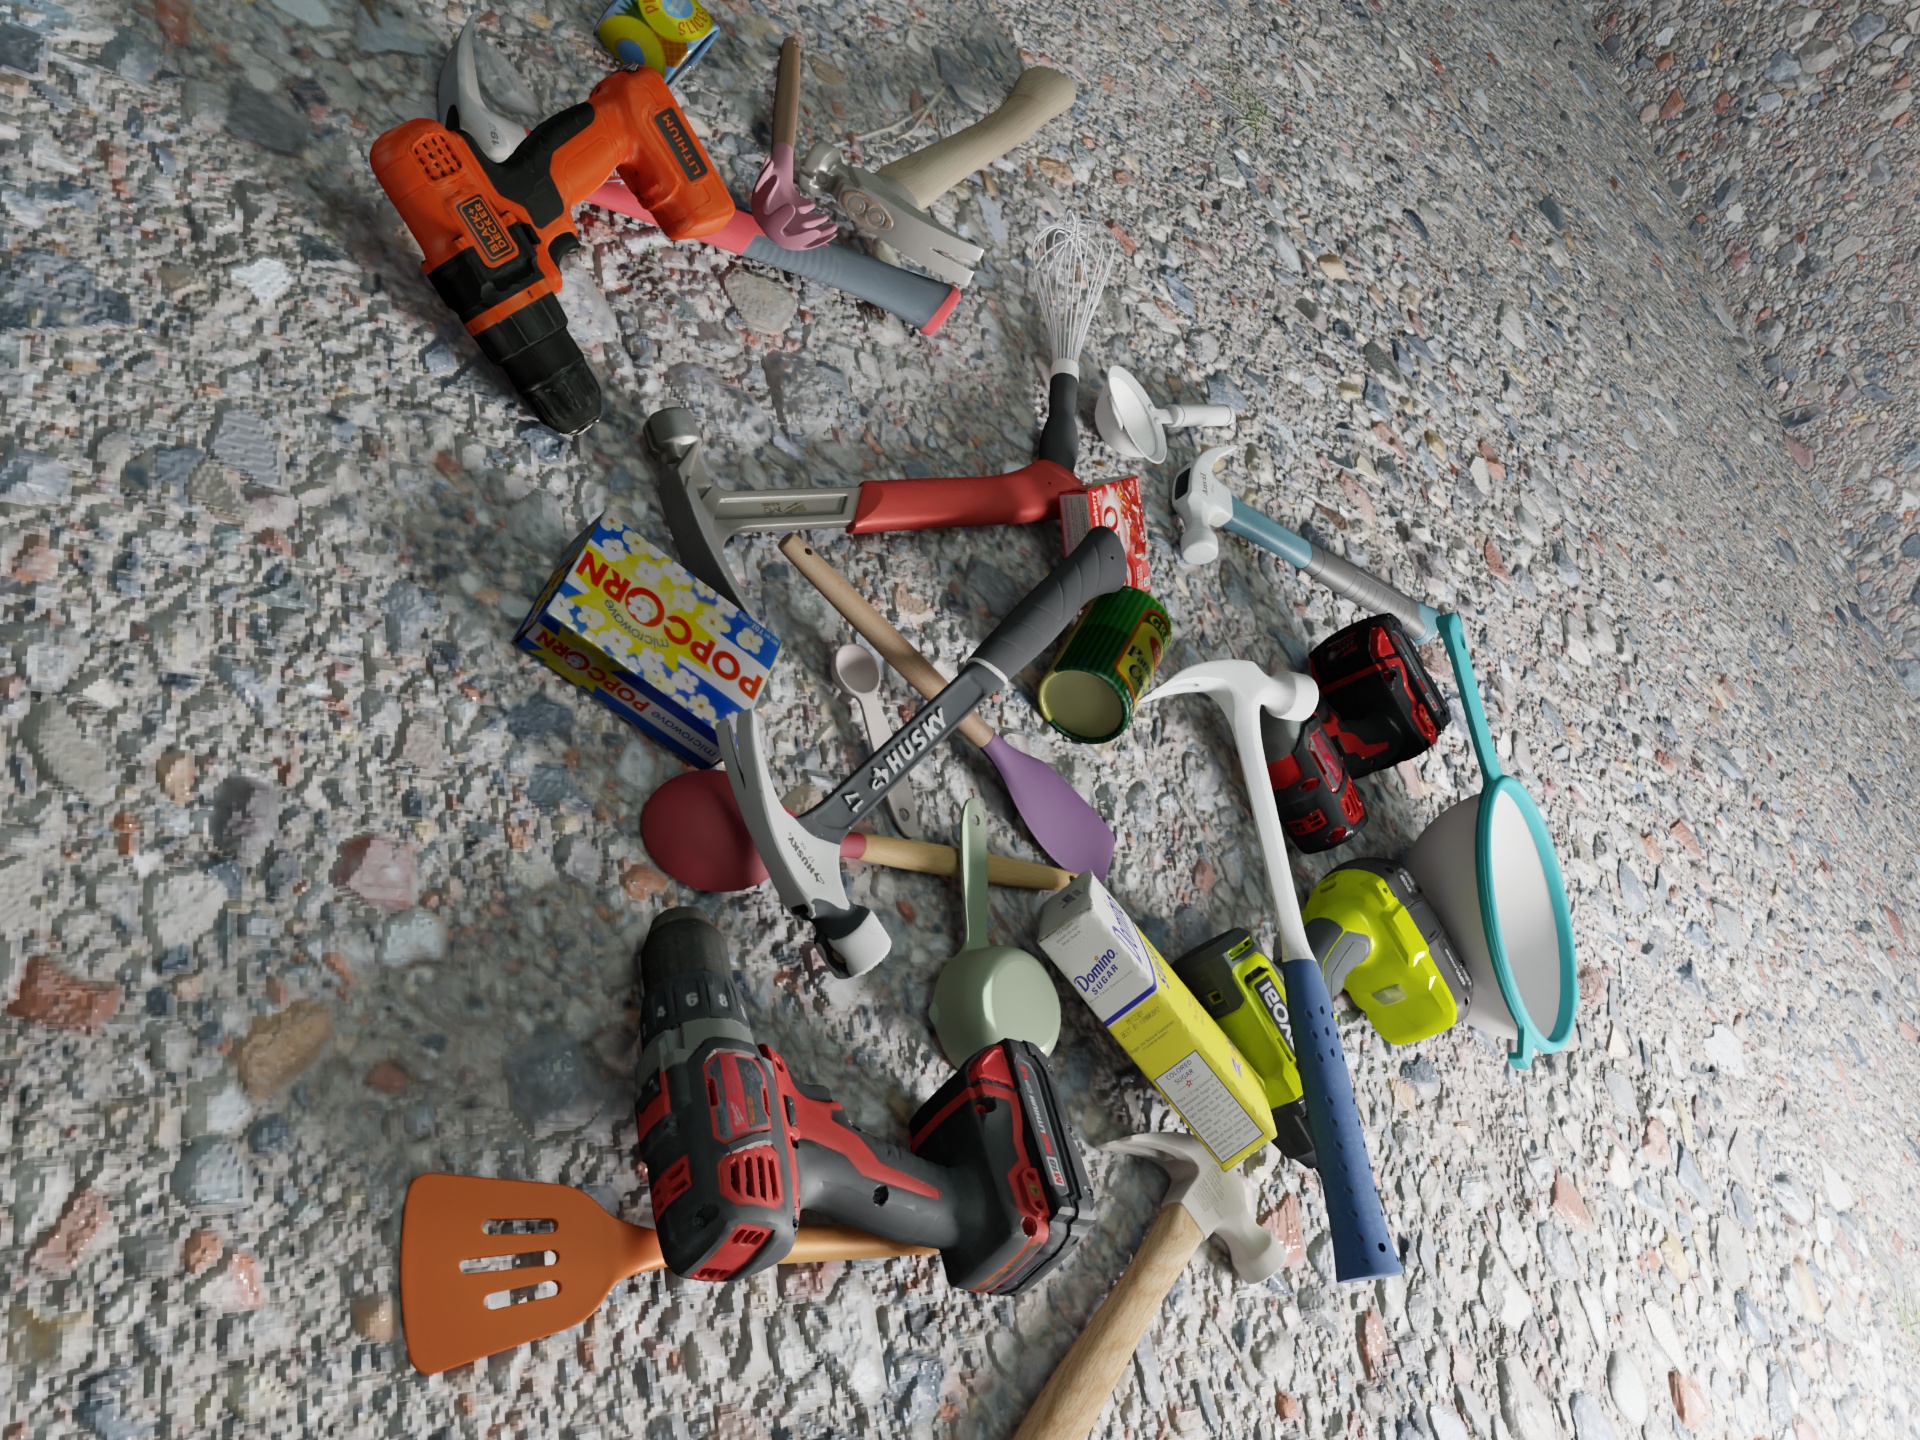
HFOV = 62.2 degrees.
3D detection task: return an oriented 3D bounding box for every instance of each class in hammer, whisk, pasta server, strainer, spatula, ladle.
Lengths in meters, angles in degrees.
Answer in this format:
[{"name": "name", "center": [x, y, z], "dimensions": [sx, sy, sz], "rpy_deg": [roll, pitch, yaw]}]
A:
[{"name": "hammer", "center": [0.308, -0.138, 1.386], "dimensions": [0.330, 0.033, 0.128], "rpy_deg": [23, 52, -33]}, {"name": "whisk", "center": [0.085, -0.298, 1.261], "dimensions": [0.070, 0.070, 0.285], "rpy_deg": [26, 54, -30]}, {"name": "hammer", "center": [0.209, 0.144, 1.013], "dimensions": [0.144, 0.035, 0.406], "rpy_deg": [8, 61, -33]}, {"name": "hammer", "center": [0.022, -0.463, 1.294], "dimensions": [0.146, 0.038, 0.411], "rpy_deg": [33, 40, 3]}, {"name": "hammer", "center": [-0.038, -0.134, 1.049], "dimensions": [0.359, 0.036, 0.149], "rpy_deg": [-10, 73, -46]}, {"name": "hammer", "center": [0.002, -0.024, 0.961], "dimensions": [0.149, 0.036, 0.409], "rpy_deg": [58, 42, -13]}, {"name": "pasta server", "center": [-0.118, -0.413, 1.111], "dimensions": [0.060, 0.040, 0.317], "rpy_deg": [39, 31, -34]}, {"name": "strainer", "center": [0.383, 0.091, 1.231], "dimensions": [0.211, 0.095, 0.340], "rpy_deg": [-12, 88, -57]}, {"name": "spatula", "center": [-0.103, 0.250, 0.753], "dimensions": [0.322, 0.041, 0.081], "rpy_deg": [15, 55, -42]}, {"name": "strainer", "center": [0.171, -0.251, 1.324], "dimensions": [0.258, 0.050, 0.087], "rpy_deg": [-16, 82, -53]}, {"name": "spatula", "center": [-0.002, -0.003, 0.988], "dimensions": [0.315, 0.018, 0.060], "rpy_deg": [45, 44, -25]}, {"name": "hammer", "center": [-0.158, -0.343, 1.068], "dimensions": [0.386, 0.038, 0.143], "rpy_deg": [8, 58, -41]}, {"name": "ladle", "center": [-0.040, 0.078, 0.921], "dimensions": [0.315, 0.031, 0.069], "rpy_deg": [13, 61, -40]}, {"name": "hammer", "center": [0.072, 0.341, 0.852], "dimensions": [0.130, 0.031, 0.331], "rpy_deg": [54, 41, -2]}]

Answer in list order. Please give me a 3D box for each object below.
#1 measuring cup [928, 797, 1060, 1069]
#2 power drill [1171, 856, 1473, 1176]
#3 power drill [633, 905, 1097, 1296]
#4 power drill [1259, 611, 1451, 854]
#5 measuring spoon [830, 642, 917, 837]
[{"name": "measuring cup", "center": [0.022, 0.123, 0.920], "dimensions": [0.083, 0.038, 0.168], "rpy_deg": [12, 67, -41]}, {"name": "power drill", "center": [0.255, 0.198, 1.091], "dimensions": [0.223, 0.080, 0.171], "rpy_deg": [-24, 81, -45]}, {"name": "power drill", "center": [-0.057, 0.188, 0.782], "dimensions": [0.226, 0.080, 0.188], "rpy_deg": [20, 34, -33]}, {"name": "power drill", "center": [0.290, 0.000, 1.239], "dimensions": [0.219, 0.078, 0.143], "rpy_deg": [-32, 92, -49]}, {"name": "measuring spoon", "center": [-0.053, 0.014, 0.961], "dimensions": [0.034, 0.018, 0.124], "rpy_deg": [-11, 80, -46]}]
